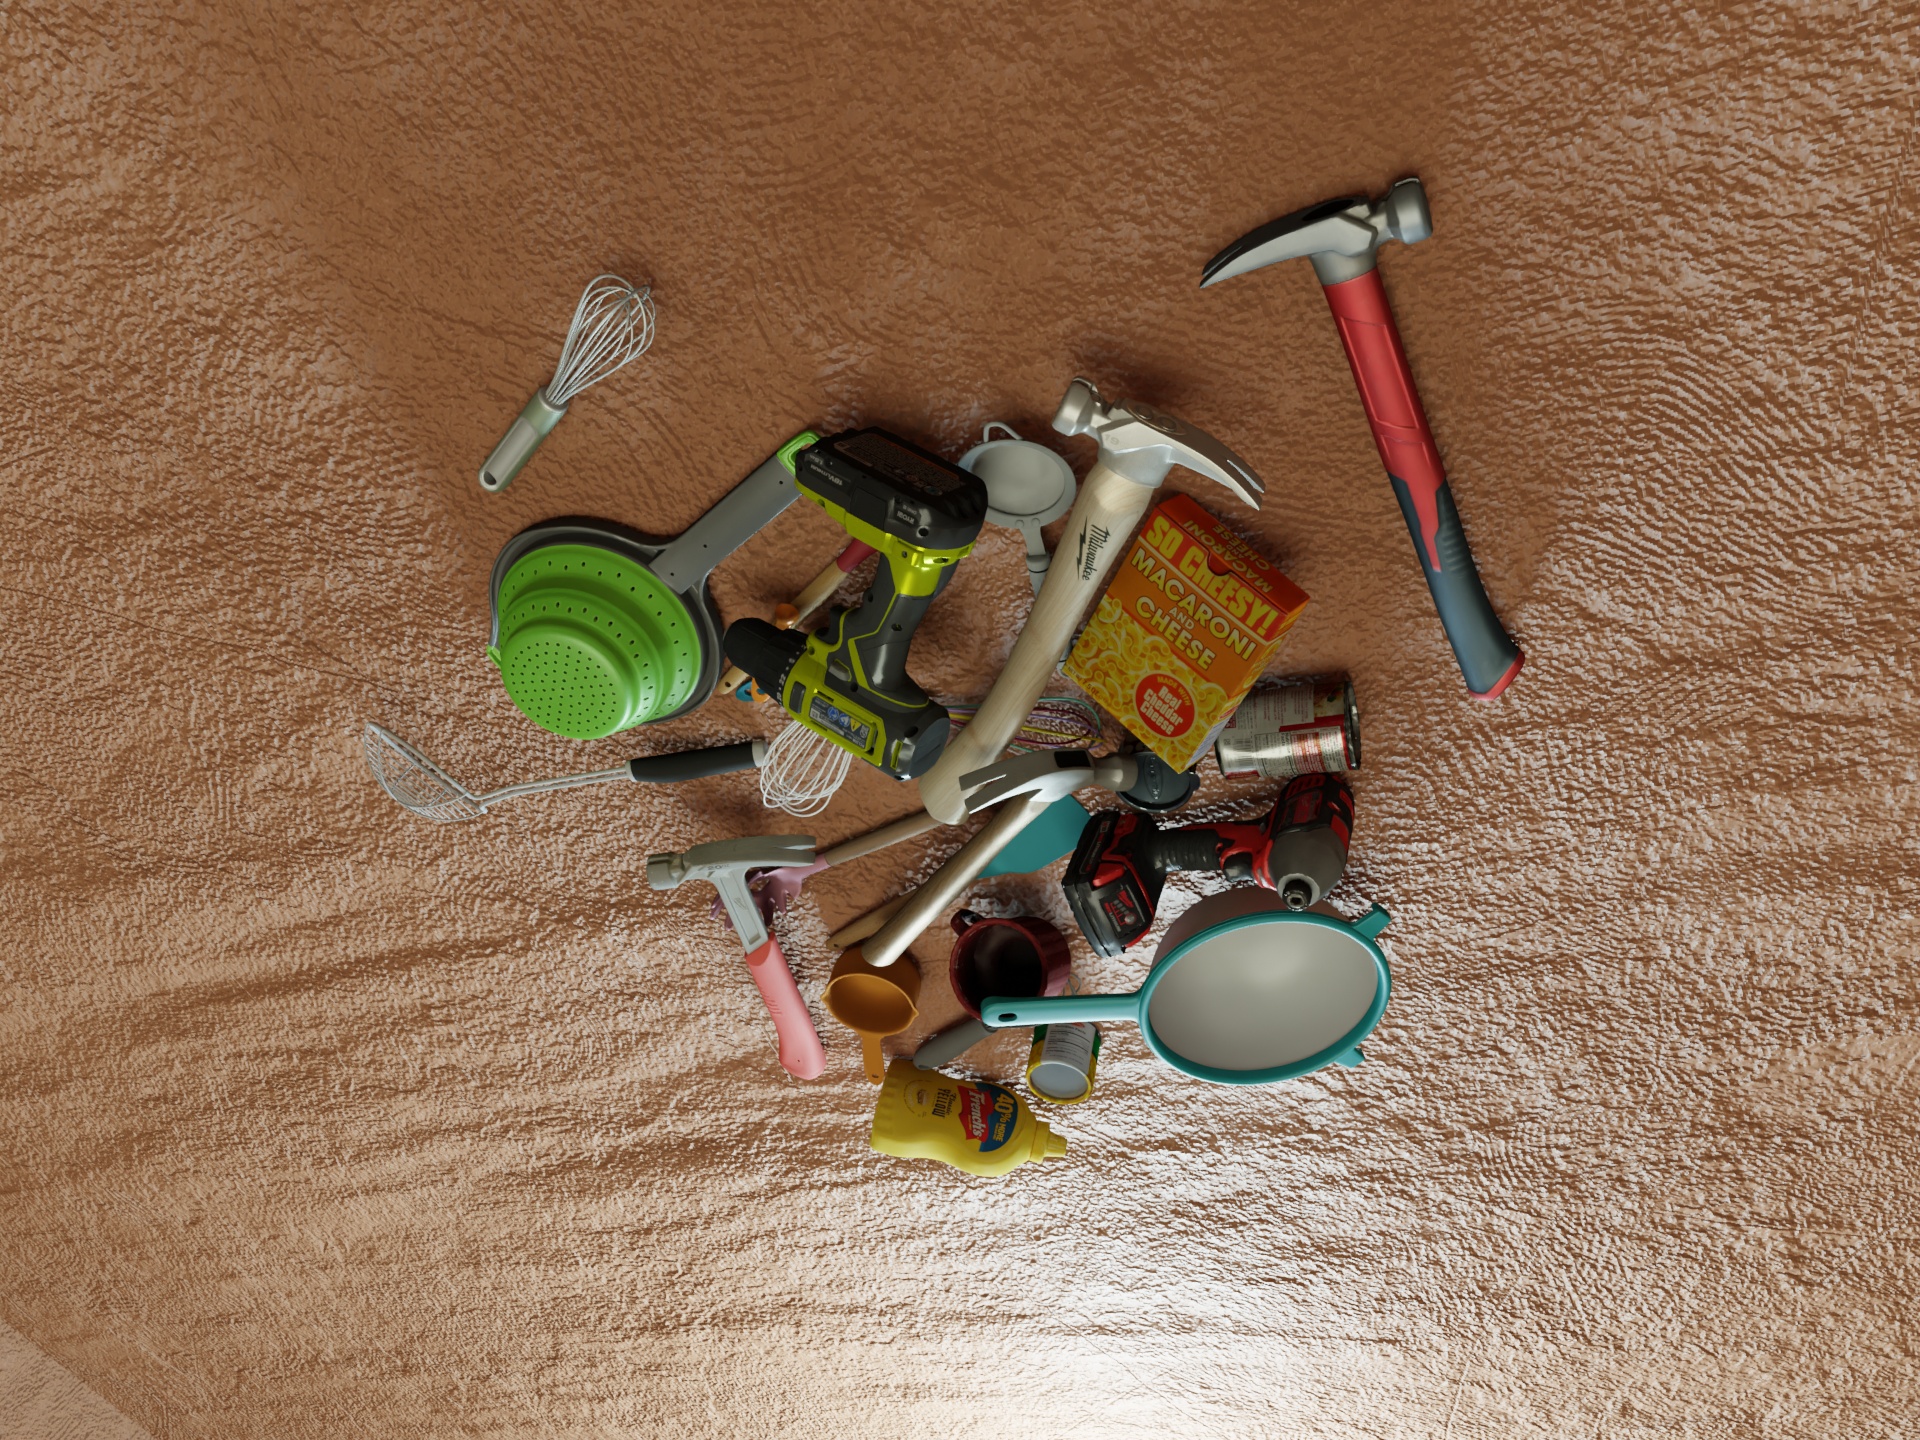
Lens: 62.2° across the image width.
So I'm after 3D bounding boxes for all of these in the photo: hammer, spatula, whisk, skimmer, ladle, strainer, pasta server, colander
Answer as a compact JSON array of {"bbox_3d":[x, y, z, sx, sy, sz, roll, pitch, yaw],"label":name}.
[{"bbox_3d":[0.291,-0.164,1.071,0.143,0.038,0.385,-13,125,25],"label":"hammer"},{"bbox_3d":[-0.016,0.143,1.422,0.082,0.044,0.317,42,132,-19],"label":"spatula"},{"bbox_3d":[-0.293,-0.238,1.156,0.057,0.059,0.246,46,131,-8],"label":"whisk"},{"bbox_3d":[0.004,0.119,1.315,0.130,0.031,0.331,4,144,-34],"label":"hammer"},{"bbox_3d":[-0.002,-0.005,1.279,0.245,0.047,0.051,9,117,12],"label":"whisk"},{"bbox_3d":[0.029,0.289,1.519,0.055,0.055,0.239,37,133,-17],"label":"whisk"},{"bbox_3d":[-0.346,0.026,1.397,0.363,0.090,0.127,-8,152,7],"label":"skimmer"},{"bbox_3d":[-0.104,-0.104,1.232,0.069,0.031,0.315,44,129,-8],"label":"ladle"},{"bbox_3d":[0.068,-0.055,1.159,0.146,0.038,0.410,26,133,-1],"label":"hammer"},{"bbox_3d":[0.055,-0.125,1.165,0.087,0.050,0.258,-2,134,17],"label":"strainer"},{"bbox_3d":[-0.096,0.120,1.412,0.316,0.040,0.060,-23,134,28],"label":"pasta server"},{"bbox_3d":[0.186,0.212,1.350,0.340,0.095,0.210,-3,129,0],"label":"strainer"},{"bbox_3d":[-0.243,-0.090,1.231,0.397,0.095,0.204,-33,113,34],"label":"colander"},{"bbox_3d":[-0.076,-0.034,1.245,0.070,0.070,0.284,30,116,-11],"label":"whisk"},{"bbox_3d":[-0.170,0.230,1.489,0.149,0.037,0.358,-7,137,7],"label":"hammer"}]

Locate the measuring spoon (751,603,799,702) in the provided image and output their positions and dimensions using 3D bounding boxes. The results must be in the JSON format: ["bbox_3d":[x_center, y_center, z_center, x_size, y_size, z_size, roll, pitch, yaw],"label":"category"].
[{"bbox_3d":[-0.151,-0.050,1.272,0.021,0.011,0.116,21,136,-4],"label":"measuring spoon"}]

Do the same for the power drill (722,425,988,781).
[{"bbox_3d":[-0.080,-0.089,1.147,0.191,0.080,0.228,30,124,21],"label":"power drill"}]

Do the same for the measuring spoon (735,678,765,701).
[{"bbox_3d":[-0.140,-0.043,1.303,0.128,0.021,0.042,-21,127,39],"label":"measuring spoon"}]

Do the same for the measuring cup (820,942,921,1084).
[{"bbox_3d":[-0.081,0.283,1.536,0.095,0.052,0.173,7,133,9],"label":"measuring cup"}]

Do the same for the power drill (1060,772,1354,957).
[{"bbox_3d":[0.200,0.115,1.261,0.219,0.143,0.078,-15,115,28],"label":"power drill"}]
